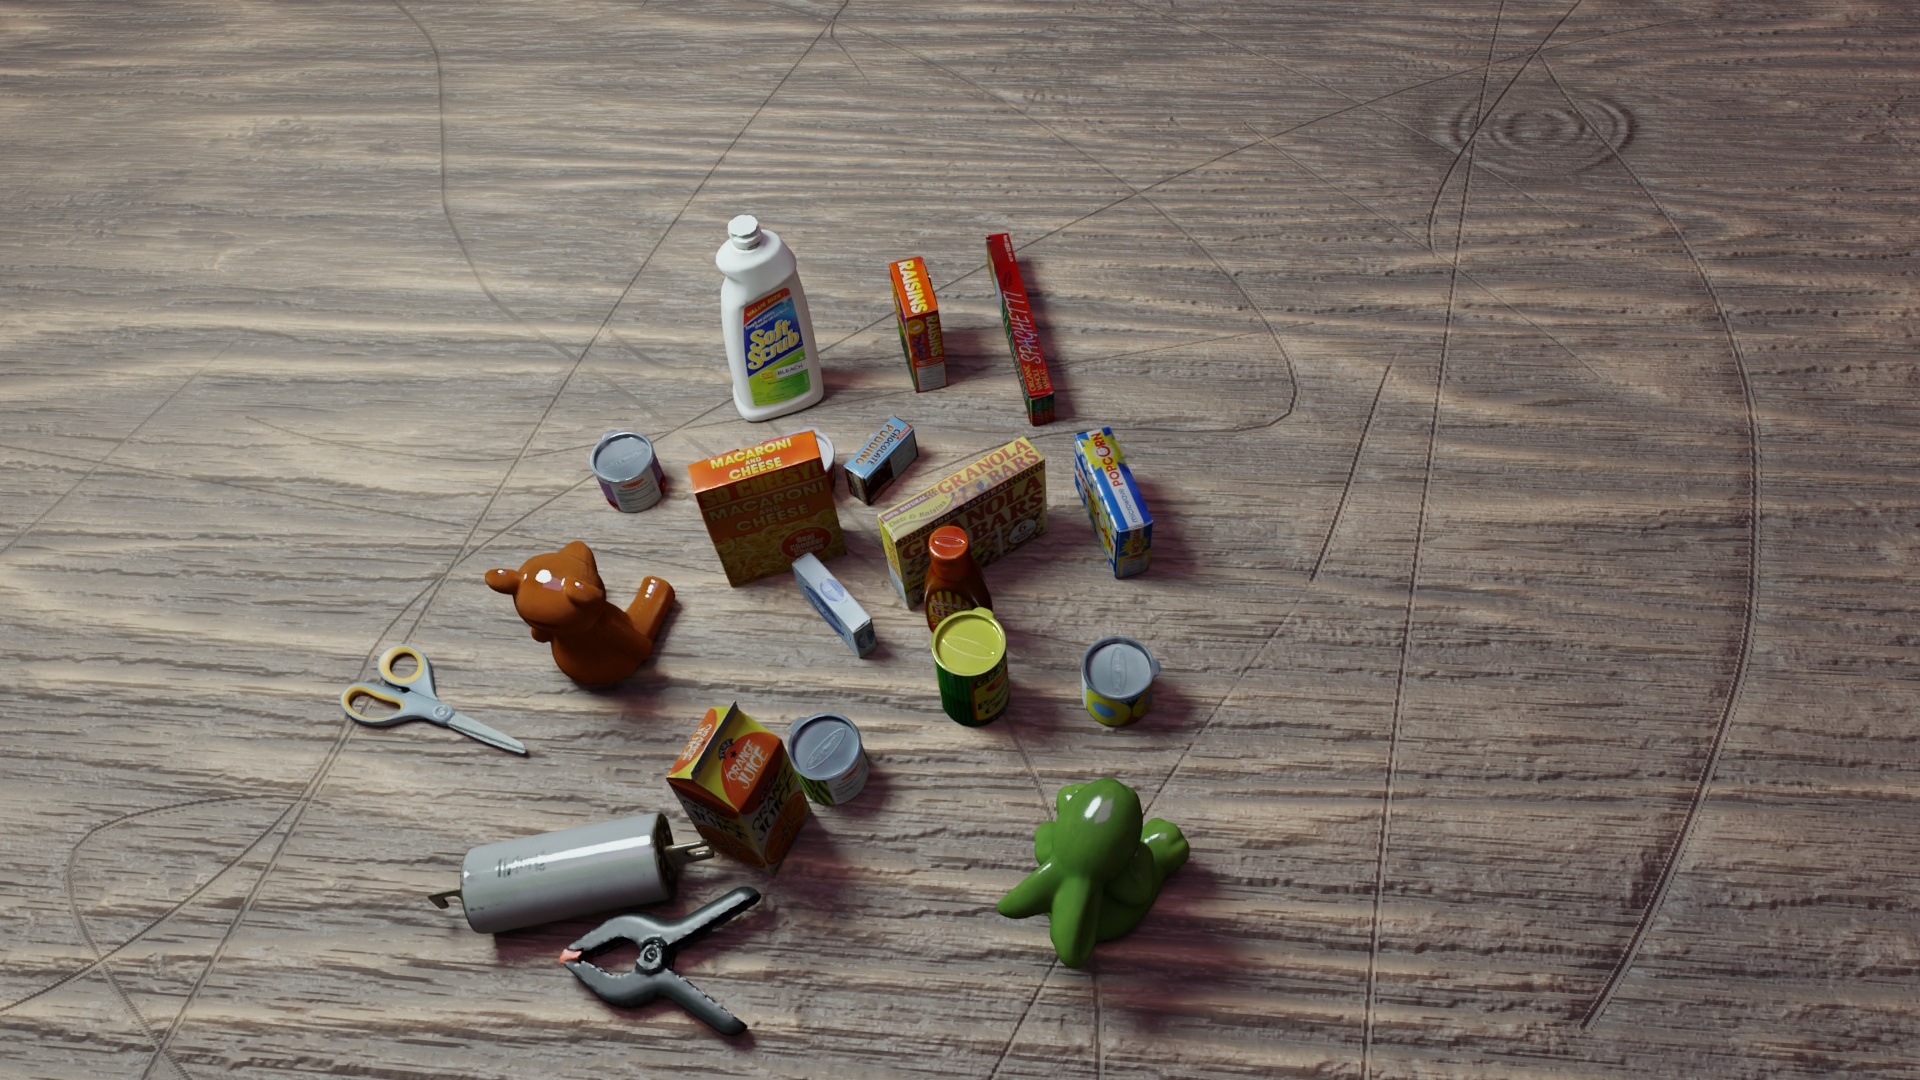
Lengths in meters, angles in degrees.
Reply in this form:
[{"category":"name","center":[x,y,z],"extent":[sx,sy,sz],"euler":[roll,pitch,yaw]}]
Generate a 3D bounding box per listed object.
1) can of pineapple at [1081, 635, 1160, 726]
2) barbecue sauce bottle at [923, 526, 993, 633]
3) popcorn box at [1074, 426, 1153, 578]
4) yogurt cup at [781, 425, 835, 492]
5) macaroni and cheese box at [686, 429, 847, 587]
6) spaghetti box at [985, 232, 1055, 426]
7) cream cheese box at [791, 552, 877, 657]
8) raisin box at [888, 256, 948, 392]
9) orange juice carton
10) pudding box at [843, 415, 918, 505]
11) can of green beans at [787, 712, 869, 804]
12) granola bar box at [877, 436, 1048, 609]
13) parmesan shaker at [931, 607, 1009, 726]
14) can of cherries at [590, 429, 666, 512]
[{"category":"can of pineapple","center":[0.146,0.130,1.274],"extent":[0.071,0.057,0.071],"euler":[-2,56,4]},{"category":"barbecue sauce bottle","center":[-0.005,0.042,1.293],"extent":[0.065,0.147,0.044],"euler":[9,57,11]},{"category":"popcorn box","center":[0.150,-0.038,1.371],"extent":[0.038,0.084,0.127],"euler":[-16,56,-6]},{"category":"yogurt cup","center":[-0.161,-0.073,1.442],"extent":[0.072,0.053,0.073],"euler":[-2,56,4]},{"category":"macaroni and cheese box","center":[-0.184,-0.029,1.346],"extent":[0.124,0.165,0.040],"euler":[-17,56,-6]},{"category":"spaghetti box","center":[0.065,-0.237,1.536],"extent":[0.029,0.050,0.251],"euler":[-11,56,-2]},{"category":"cream cheese box","center":[-0.121,0.063,1.346],"extent":[0.024,0.053,0.104],"euler":[-35,60,-18]},{"category":"raisin box","center":[-0.044,-0.232,1.498],"extent":[0.040,0.122,0.086],"euler":[-13,56,-4]},{"category":"orange juice carton","center":[-0.187,0.206,1.170],"extent":[0.073,0.191,0.072],"euler":[20,60,18]},{"category":"pudding box","center":[-0.082,-0.083,1.444],"extent":[0.030,0.049,0.084],"euler":[31,64,23]},{"category":"can of green beans","center":[-0.118,0.197,1.251],"extent":[0.071,0.057,0.071],"euler":[-2,56,4]},{"category":"granola bar box","center":[0.005,-0.017,1.346],"extent":[0.166,0.123,0.039],"euler":[-29,58,-14]},{"category":"parmesan shaker","center":[0.012,0.116,1.268],"extent":[0.071,0.102,0.071],"euler":[-2,56,4]},{"category":"can of cherries","center":[-0.348,-0.074,1.456],"extent":[0.071,0.058,0.072],"euler":[-2,56,4]}]
